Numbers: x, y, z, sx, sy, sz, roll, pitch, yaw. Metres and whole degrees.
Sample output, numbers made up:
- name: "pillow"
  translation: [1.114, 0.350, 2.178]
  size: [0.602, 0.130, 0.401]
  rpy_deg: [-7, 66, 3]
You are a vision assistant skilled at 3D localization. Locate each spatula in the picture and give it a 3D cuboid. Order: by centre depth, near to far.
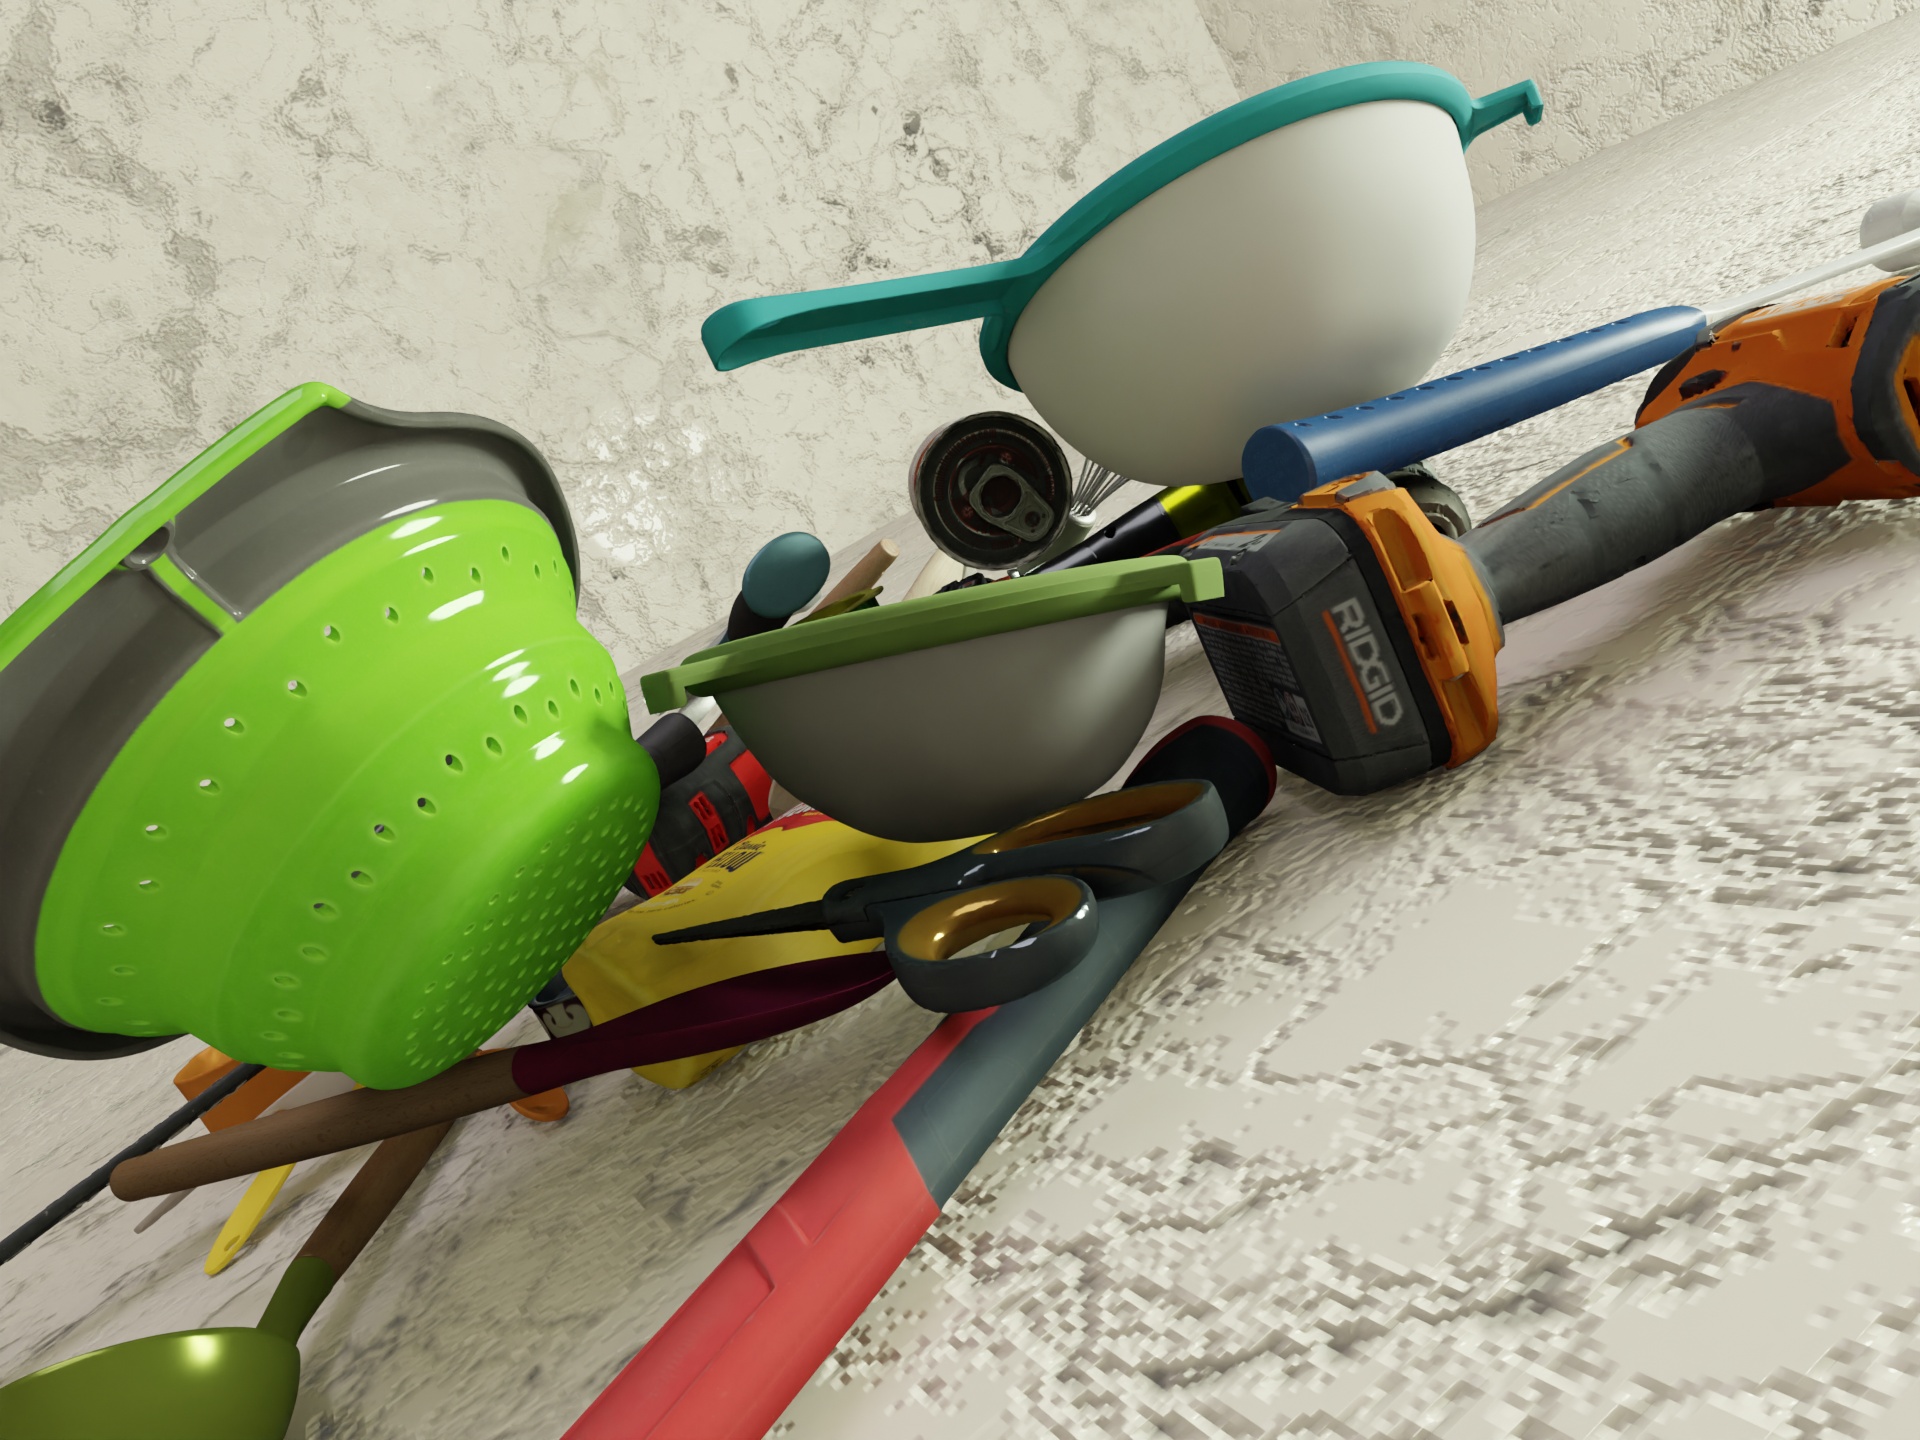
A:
- name: "spatula"
  translation: [-0.133, -0.005, 0.952]
  size: [0.316, 0.018, 0.060]
  rpy_deg: [-43, 1, 34]

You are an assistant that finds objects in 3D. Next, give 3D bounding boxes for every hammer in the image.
- name: "hammer"
  translation: [-0.003, 0.093, 0.337]
  size: [0.143, 0.038, 0.386]
  rpy_deg: [-18, 15, 40]
- name: "hammer"
  translation: [0.290, -0.157, 0.614]
  size: [0.405, 0.035, 0.144]
  rpy_deg: [-22, 9, -19]
- name: "hammer"
  translation: [-0.269, 0.122, 0.662]
  size: [0.409, 0.036, 0.149]
  rpy_deg: [-40, 1, -26]
- name: "hammer"
  translation: [-0.107, -0.052, 0.823]
  size: [0.128, 0.033, 0.331]
  rpy_deg: [-47, 6, -11]
- name: "hammer"
  translation: [-0.035, -0.052, 0.919]
  size: [0.038, 0.146, 0.411]
  rpy_deg: [15, 24, 5]

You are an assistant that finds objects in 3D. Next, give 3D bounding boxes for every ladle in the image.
- name: "ladle"
  translation: [-0.205, 0.156, 0.510]
  size: [0.078, 0.062, 0.320]
  rpy_deg: [-28, 8, 2]

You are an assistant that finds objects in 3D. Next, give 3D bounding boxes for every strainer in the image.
- name: "strainer"
  translation: [-0.001, -0.002, 0.515]
  size: [0.151, 0.069, 0.256]
  rpy_deg: [-12, 0, 1]
- name: "strainer"
  translation: [0.070, -0.136, 0.596]
  size: [0.340, 0.095, 0.211]
  rpy_deg: [-19, -11, -33]

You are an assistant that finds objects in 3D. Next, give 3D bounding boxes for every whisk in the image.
- name: "whisk"
  translation: [0.074, -0.131, 0.945]
  size: [0.246, 0.058, 0.059]
  rpy_deg: [-56, 5, 43]

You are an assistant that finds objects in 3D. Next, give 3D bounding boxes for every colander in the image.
- name: "colander"
  translation: [-0.156, 0.059, 0.498]
  size: [0.204, 0.094, 0.396]
  rpy_deg: [-50, -10, -21]

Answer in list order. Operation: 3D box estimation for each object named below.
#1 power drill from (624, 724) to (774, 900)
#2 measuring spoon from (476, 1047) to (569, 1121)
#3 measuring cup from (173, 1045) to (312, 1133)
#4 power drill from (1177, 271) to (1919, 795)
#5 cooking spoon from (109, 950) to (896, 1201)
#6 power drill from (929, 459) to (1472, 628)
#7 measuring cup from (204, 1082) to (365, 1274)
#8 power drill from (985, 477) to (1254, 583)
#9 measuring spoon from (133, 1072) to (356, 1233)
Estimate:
- name: "power drill"
  translation: [-0.187, 0.058, 0.874]
  size: [0.219, 0.078, 0.143]
  rpy_deg: [-17, 16, 34]
- name: "measuring spoon"
  translation: [-0.166, 0.140, 0.603]
  size: [0.021, 0.011, 0.117]
  rpy_deg: [0, 1, -25]
- name: "measuring cup"
  translation: [-0.306, 0.152, 0.790]
  size: [0.095, 0.052, 0.174]
  rpy_deg: [-24, 9, 20]
- name: "power drill"
  translation: [0.186, -0.064, 0.490]
  size: [0.226, 0.084, 0.164]
  rpy_deg: [-25, 8, -2]
- name: "cooking spoon"
  translation: [-0.149, 0.111, 0.481]
  size: [0.319, 0.017, 0.068]
  rpy_deg: [-19, -1, 24]
- name: "power drill"
  translation: [0.099, -0.053, 0.673]
  size: [0.226, 0.080, 0.188]
  rpy_deg: [-24, 11, 7]
- name: "measuring cup"
  translation: [-0.264, 0.176, 0.665]
  size: [0.062, 0.029, 0.157]
  rpy_deg: [-27, 22, 22]
- name: "power drill"
  translation: [0.080, -0.085, 0.856]
  size: [0.228, 0.080, 0.190]
  rpy_deg: [-30, 3, 5]
- name: "measuring spoon"
  translation: [-0.290, 0.176, 0.650]
  size: [0.124, 0.018, 0.034]
  rpy_deg: [-40, 5, 8]
